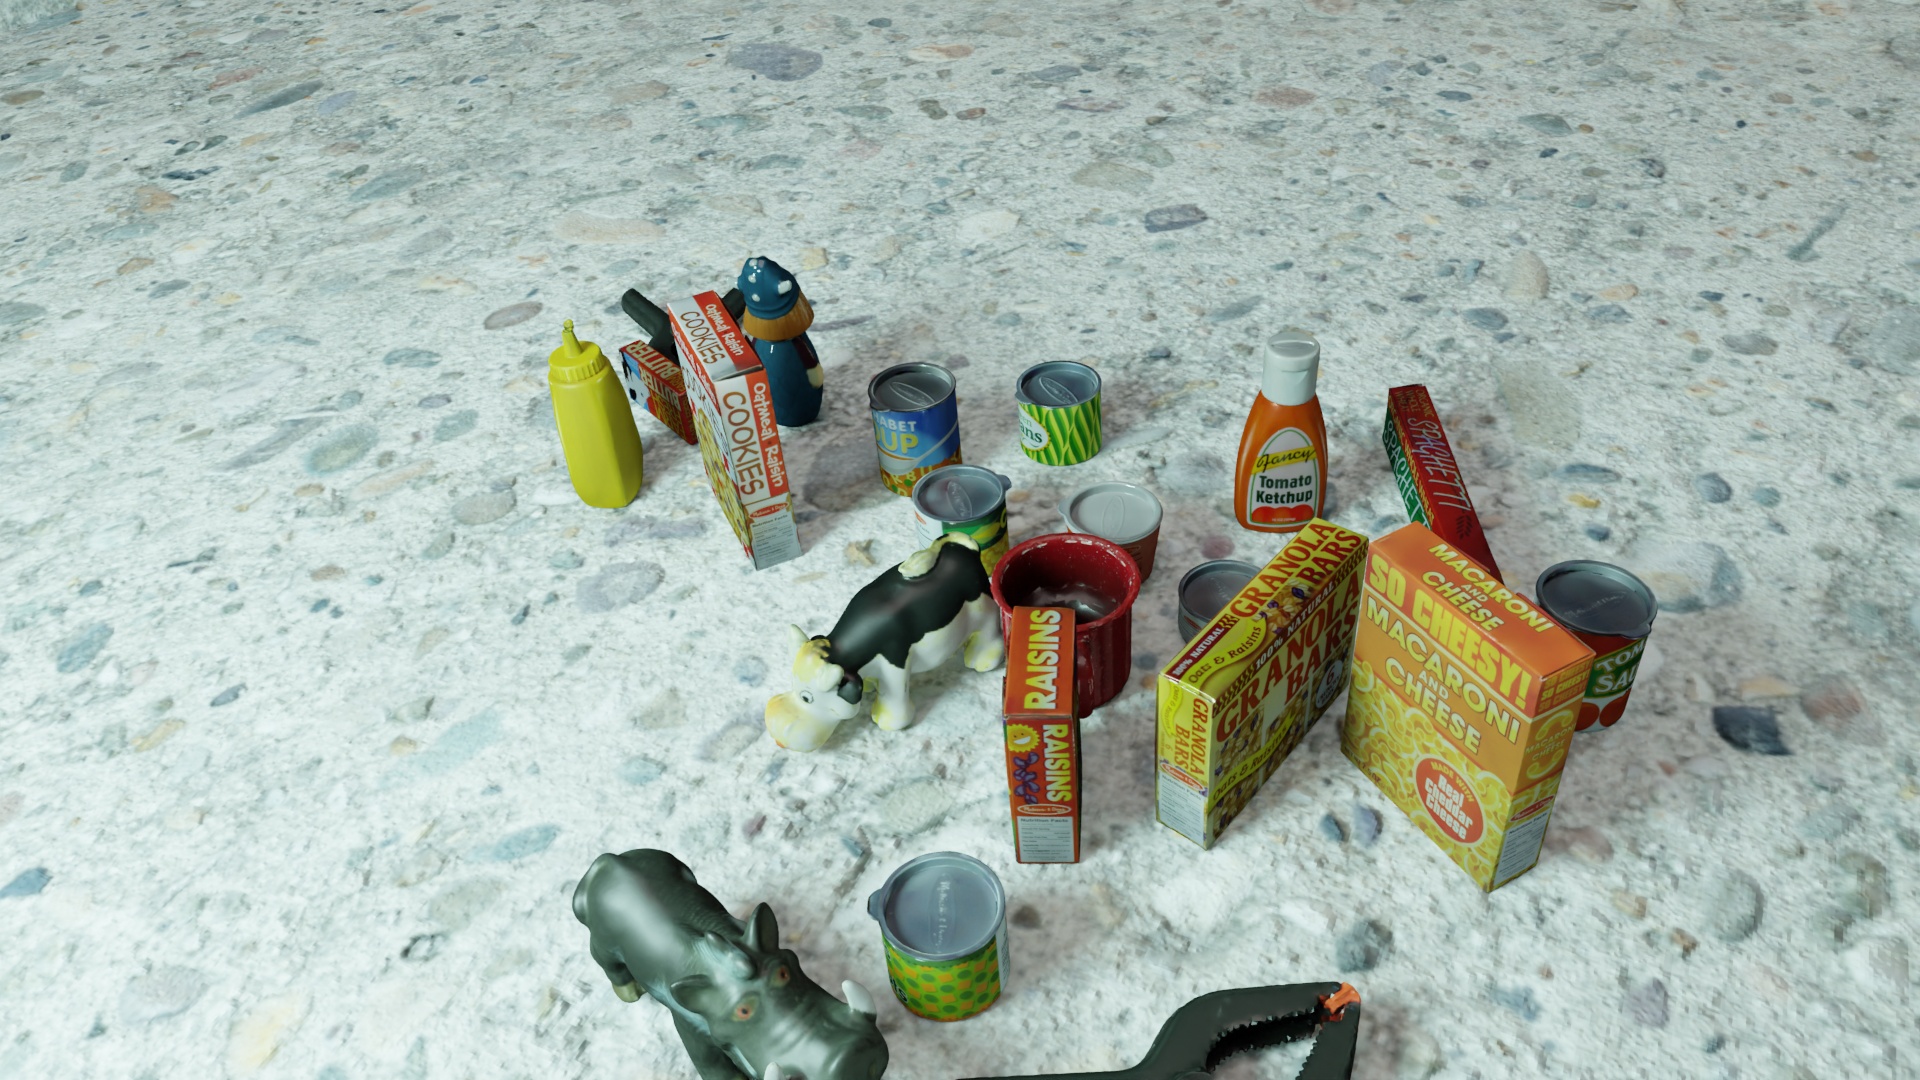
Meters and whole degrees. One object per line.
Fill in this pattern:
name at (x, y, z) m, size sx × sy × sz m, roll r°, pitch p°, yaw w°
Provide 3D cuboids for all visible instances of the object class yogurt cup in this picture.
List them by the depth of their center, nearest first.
yogurt cup at (0.107, -0.001, 0.970) m, size 0.072 × 0.053 × 0.073 m, roll -3°, pitch 39°, yaw 3°

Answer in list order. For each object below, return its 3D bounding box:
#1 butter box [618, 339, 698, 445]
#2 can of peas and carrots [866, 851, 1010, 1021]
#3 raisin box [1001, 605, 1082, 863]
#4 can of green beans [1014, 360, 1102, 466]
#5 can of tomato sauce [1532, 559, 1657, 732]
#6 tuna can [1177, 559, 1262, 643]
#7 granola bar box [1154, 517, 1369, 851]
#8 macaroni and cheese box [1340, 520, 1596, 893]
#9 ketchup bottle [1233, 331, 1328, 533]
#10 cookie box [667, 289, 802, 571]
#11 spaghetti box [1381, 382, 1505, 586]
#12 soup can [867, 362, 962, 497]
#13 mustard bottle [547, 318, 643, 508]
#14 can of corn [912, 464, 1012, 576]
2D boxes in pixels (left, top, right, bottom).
butter box at (-0.247, -0.125, 1.163) m, size 0.024 × 0.052 × 0.104 m, roll -30°, pitch 45°, yaw -28°
can of peas and carrots at (-0.010, 0.207, 0.724) m, size 0.071 × 0.058 × 0.071 m, roll -3°, pitch 39°, yaw 3°
raisin box at (0.048, 0.110, 0.785) m, size 0.040 × 0.122 × 0.086 m, roll 0°, pitch 39°, yaw 7°
can of green beans at (0.078, -0.100, 1.092) m, size 0.071 × 0.057 × 0.071 m, roll -3°, pitch 39°, yaw 3°
can of tomato sauce at (0.375, 0.065, 0.835) m, size 0.071 × 0.082 × 0.071 m, roll -3°, pitch 39°, yaw 3°
tuna can at (0.180, 0.045, 0.922) m, size 0.071 × 0.032 × 0.071 m, roll -3°, pitch 39°, yaw 3°
granola bar box at (0.174, 0.081, 0.807) m, size 0.039 × 0.123 × 0.166 m, roll 26°, pitch 48°, yaw 33°
macaroni and cheese box at (0.267, 0.089, 0.752) m, size 0.040 × 0.165 × 0.124 m, roll -22°, pitch 42°, yaw -19°
ketchup bottle at (0.227, -0.074, 0.971) m, size 0.065 × 0.148 × 0.044 m, roll -2°, pitch 39°, yaw 4°
cookie box at (-0.163, -0.080, 1.009) m, size 0.040 × 0.166 × 0.123 m, roll -19°, pitch 41°, yaw -16°
spaghetti box at (0.335, -0.022, 0.973) m, size 0.029 × 0.050 × 0.251 m, roll -2°, pitch 39°, yaw 4°
soup can at (-0.036, -0.083, 1.064) m, size 0.071 × 0.083 × 0.072 m, roll -3°, pitch 39°, yaw 3°
mustard bottle at (-0.280, -0.100, 1.053) m, size 0.049 × 0.159 × 0.066 m, roll 0°, pitch 39°, yaw 7°
can of corn at (0.004, -0.012, 0.993) m, size 0.071 × 0.058 × 0.071 m, roll -3°, pitch 39°, yaw 3°
